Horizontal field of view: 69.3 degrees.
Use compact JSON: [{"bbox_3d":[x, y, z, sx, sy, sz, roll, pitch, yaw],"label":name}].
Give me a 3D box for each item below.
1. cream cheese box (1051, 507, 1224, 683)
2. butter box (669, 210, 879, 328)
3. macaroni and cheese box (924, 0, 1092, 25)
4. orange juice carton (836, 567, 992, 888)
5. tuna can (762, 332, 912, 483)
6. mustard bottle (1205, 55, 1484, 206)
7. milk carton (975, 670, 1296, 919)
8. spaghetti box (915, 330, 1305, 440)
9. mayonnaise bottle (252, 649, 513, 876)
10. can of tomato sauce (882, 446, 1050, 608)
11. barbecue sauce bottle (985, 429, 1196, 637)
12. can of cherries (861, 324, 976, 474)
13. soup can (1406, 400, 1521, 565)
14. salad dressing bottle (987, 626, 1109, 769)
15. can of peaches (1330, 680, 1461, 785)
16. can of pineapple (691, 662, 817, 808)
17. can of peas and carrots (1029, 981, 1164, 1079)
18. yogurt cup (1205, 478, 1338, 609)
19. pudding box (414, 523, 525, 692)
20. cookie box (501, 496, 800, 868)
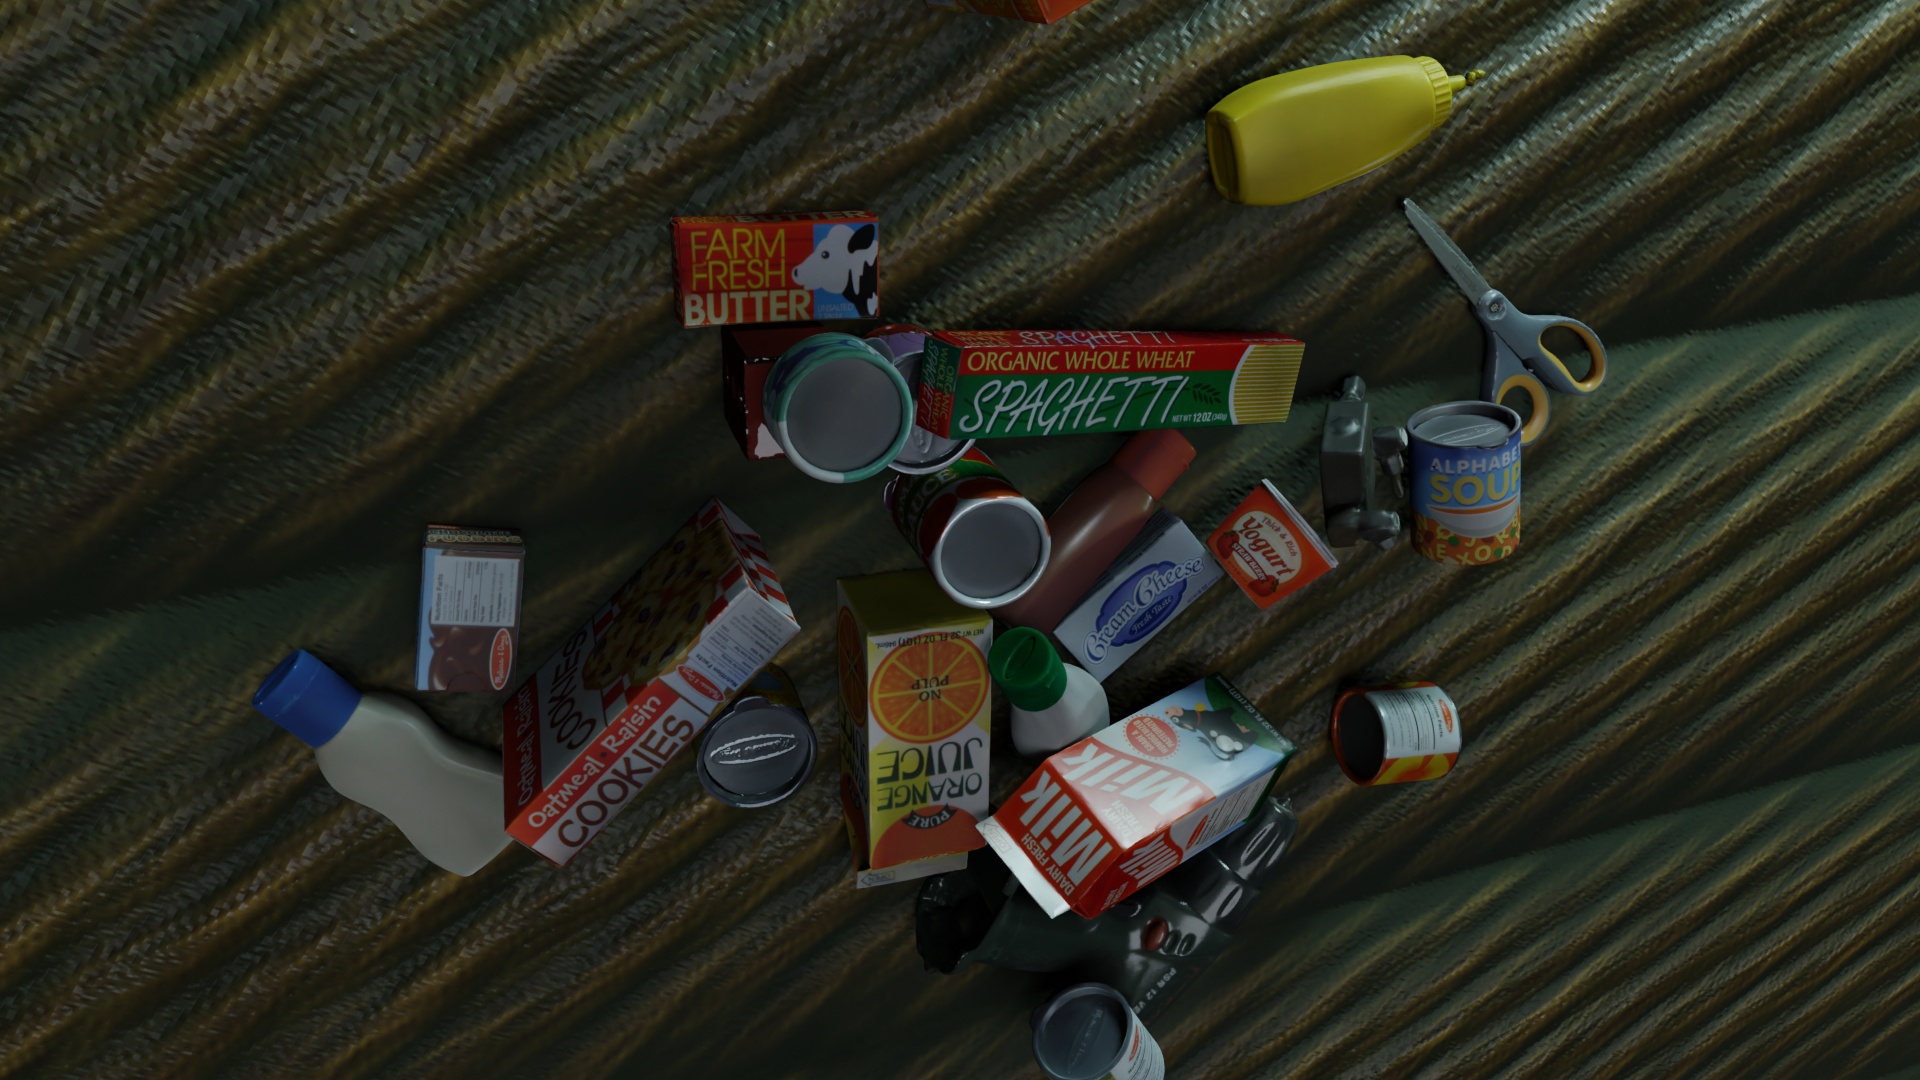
[{"bbox_3d":[0.104,0.034,0.843,0.104,0.024,0.053,-42,118,1],"label":"cream cheese box"},{"bbox_3d":[-0.092,-0.137,0.700,0.104,0.024,0.053,-6,115,-17],"label":"butter box"},{"bbox_3d":[0.053,-0.276,0.609,0.124,0.167,0.040,-31,118,-4],"label":"macaroni and cheese box"},{"bbox_3d":[-0.028,0.118,0.806,0.072,0.073,0.191,-7,115,-17],"label":"orange juice carton"},{"bbox_3d":[-0.056,-0.064,0.651,0.071,0.033,0.070,-7,113,-17],"label":"tuna can"},{"bbox_3d":[0.213,-0.229,0.753,0.160,0.049,0.065,-19,118,-11],"label":"mustard bottle"},{"bbox_3d":[0.102,0.155,0.821,0.191,0.072,0.073,-21,144,-35],"label":"milk carton"},{"bbox_3d":[0.087,-0.085,0.744,0.251,0.029,0.050,-6,115,-36],"label":"spaghetti box"},{"bbox_3d":[-0.297,0.114,0.730,0.065,0.041,0.147,-44,118,1],"label":"mayonnaise bottle"},{"bbox_3d":[0.003,-0.009,0.755,0.071,0.083,0.071,-7,115,-16],"label":"can of tomato sauce"},{"bbox_3d":[0.074,-0.006,0.799,0.148,0.044,0.065,-48,159,-1],"label":"barbecue sauce bottle"},{"bbox_3d":[-0.029,-0.076,0.730,0.071,0.058,0.071,-8,116,-16],"label":"can of cherries"},{"bbox_3d":[0.313,-0.034,0.859,0.071,0.071,0.083,-17,117,-11],"label":"soup can"},{"bbox_3d":[0.051,0.092,0.799,0.064,0.044,0.147,-55,153,-13],"label":"salad dressing bottle"},{"bbox_3d":[0.288,0.129,0.926,0.058,0.071,0.071,-2,113,-19],"label":"can of peaches"},{"bbox_3d":[-0.118,0.105,0.777,0.071,0.058,0.070,-7,115,-16],"label":"can of pineapple"},{"bbox_3d":[0.084,0.318,0.860,0.071,0.071,0.058,-34,125,-3],"label":"can of peas and carrots"},{"bbox_3d":[0.185,0.005,0.837,0.054,0.073,0.072,-40,119,10],"label":"yogurt cup"},{"bbox_3d":[-0.254,0.036,0.716,0.050,0.030,0.083,3,111,-21],"label":"pudding box"},{"bbox_3d":[-0.162,0.068,0.708,0.167,0.123,0.040,-45,118,3],"label":"cookie box"}]
